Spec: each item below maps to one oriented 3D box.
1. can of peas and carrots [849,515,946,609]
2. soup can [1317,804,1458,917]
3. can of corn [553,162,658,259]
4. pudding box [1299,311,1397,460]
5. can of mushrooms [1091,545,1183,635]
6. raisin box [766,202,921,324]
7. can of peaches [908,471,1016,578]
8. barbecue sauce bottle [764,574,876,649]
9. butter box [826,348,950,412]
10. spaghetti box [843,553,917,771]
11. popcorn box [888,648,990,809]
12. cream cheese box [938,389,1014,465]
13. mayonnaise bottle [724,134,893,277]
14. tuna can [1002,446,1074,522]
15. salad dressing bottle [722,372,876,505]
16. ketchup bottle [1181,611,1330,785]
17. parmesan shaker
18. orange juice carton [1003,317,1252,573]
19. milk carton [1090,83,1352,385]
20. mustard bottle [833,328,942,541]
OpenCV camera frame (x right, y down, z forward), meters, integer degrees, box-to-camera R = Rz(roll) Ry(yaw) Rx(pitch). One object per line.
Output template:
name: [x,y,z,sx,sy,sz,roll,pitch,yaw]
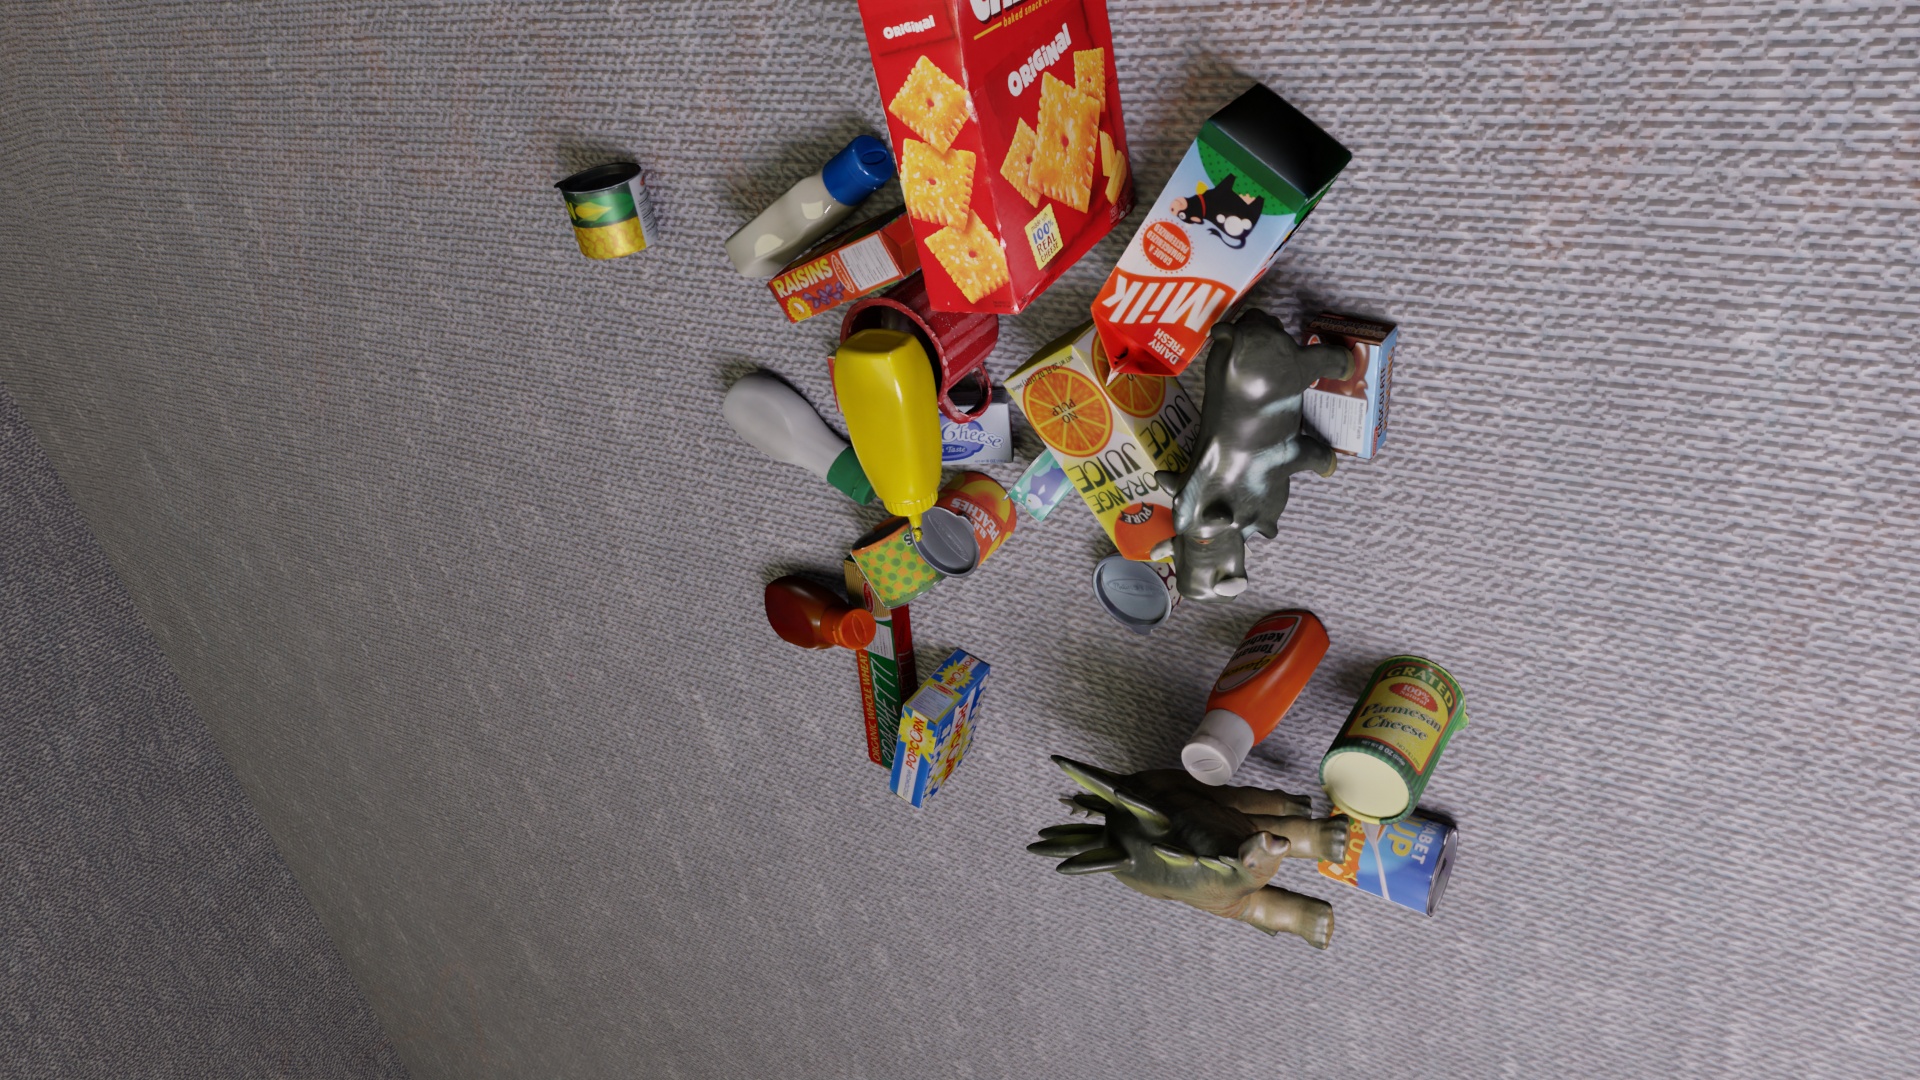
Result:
can of peas and carrots: [-0.048,0.014,1.155,0.071,0.071,0.058,-18,109,46]
soup can: [0.315,0.227,1.022,0.084,0.072,0.071,16,131,30]
can of corn: [-0.286,-0.267,1.127,0.071,0.071,0.058,13,129,32]
pudding box: [0.239,-0.095,0.858,0.050,0.030,0.083,17,131,31]
can of mushrooms: [0.135,0.033,1.042,0.071,0.034,0.070,21,132,25]
raisin box: [-0.066,-0.202,0.984,0.123,0.086,0.040,-12,115,44]
can of peaches: [0.004,-0.014,1.095,0.071,0.058,0.070,22,132,26]
barbecue sauce bottle: [-0.126,0.070,1.244,0.148,0.044,0.064,9,119,58]
butter box: [-0.054,-0.120,1.085,0.103,0.024,0.053,13,128,32]
spaghetti box: [-0.069,0.117,1.279,0.050,0.029,0.248,19,132,29]
popcorn box: [-0.019,0.168,1.236,0.038,0.085,0.126,30,136,19]
cream cheese box: [-0.013,-0.084,1.047,0.104,0.024,0.053,-2,123,7]
mayonnaise bottle: [-0.108,-0.242,1.008,0.147,0.065,0.041,-26,95,43]
tuna can: [0.066,-0.045,1.010,0.033,0.071,0.070,42,139,4]
salad dressing bottle: [-0.130,-0.084,1.162,0.148,0.044,0.064,35,136,11]
ketchup bottle: [0.201,0.108,0.958,0.064,0.149,0.043,-22,107,47]
parmesan shaker: [0.294,0.136,0.937,0.071,0.103,0.071,21,133,25]
orange juice carton: [0.123,-0.058,0.950,0.071,0.073,0.192,-25,104,47]
milk carton: [0.145,-0.171,0.843,0.073,0.073,0.189,40,139,7]
mustard bottle: [-0.044,-0.069,0.971,0.065,0.049,0.159,14,130,32]
